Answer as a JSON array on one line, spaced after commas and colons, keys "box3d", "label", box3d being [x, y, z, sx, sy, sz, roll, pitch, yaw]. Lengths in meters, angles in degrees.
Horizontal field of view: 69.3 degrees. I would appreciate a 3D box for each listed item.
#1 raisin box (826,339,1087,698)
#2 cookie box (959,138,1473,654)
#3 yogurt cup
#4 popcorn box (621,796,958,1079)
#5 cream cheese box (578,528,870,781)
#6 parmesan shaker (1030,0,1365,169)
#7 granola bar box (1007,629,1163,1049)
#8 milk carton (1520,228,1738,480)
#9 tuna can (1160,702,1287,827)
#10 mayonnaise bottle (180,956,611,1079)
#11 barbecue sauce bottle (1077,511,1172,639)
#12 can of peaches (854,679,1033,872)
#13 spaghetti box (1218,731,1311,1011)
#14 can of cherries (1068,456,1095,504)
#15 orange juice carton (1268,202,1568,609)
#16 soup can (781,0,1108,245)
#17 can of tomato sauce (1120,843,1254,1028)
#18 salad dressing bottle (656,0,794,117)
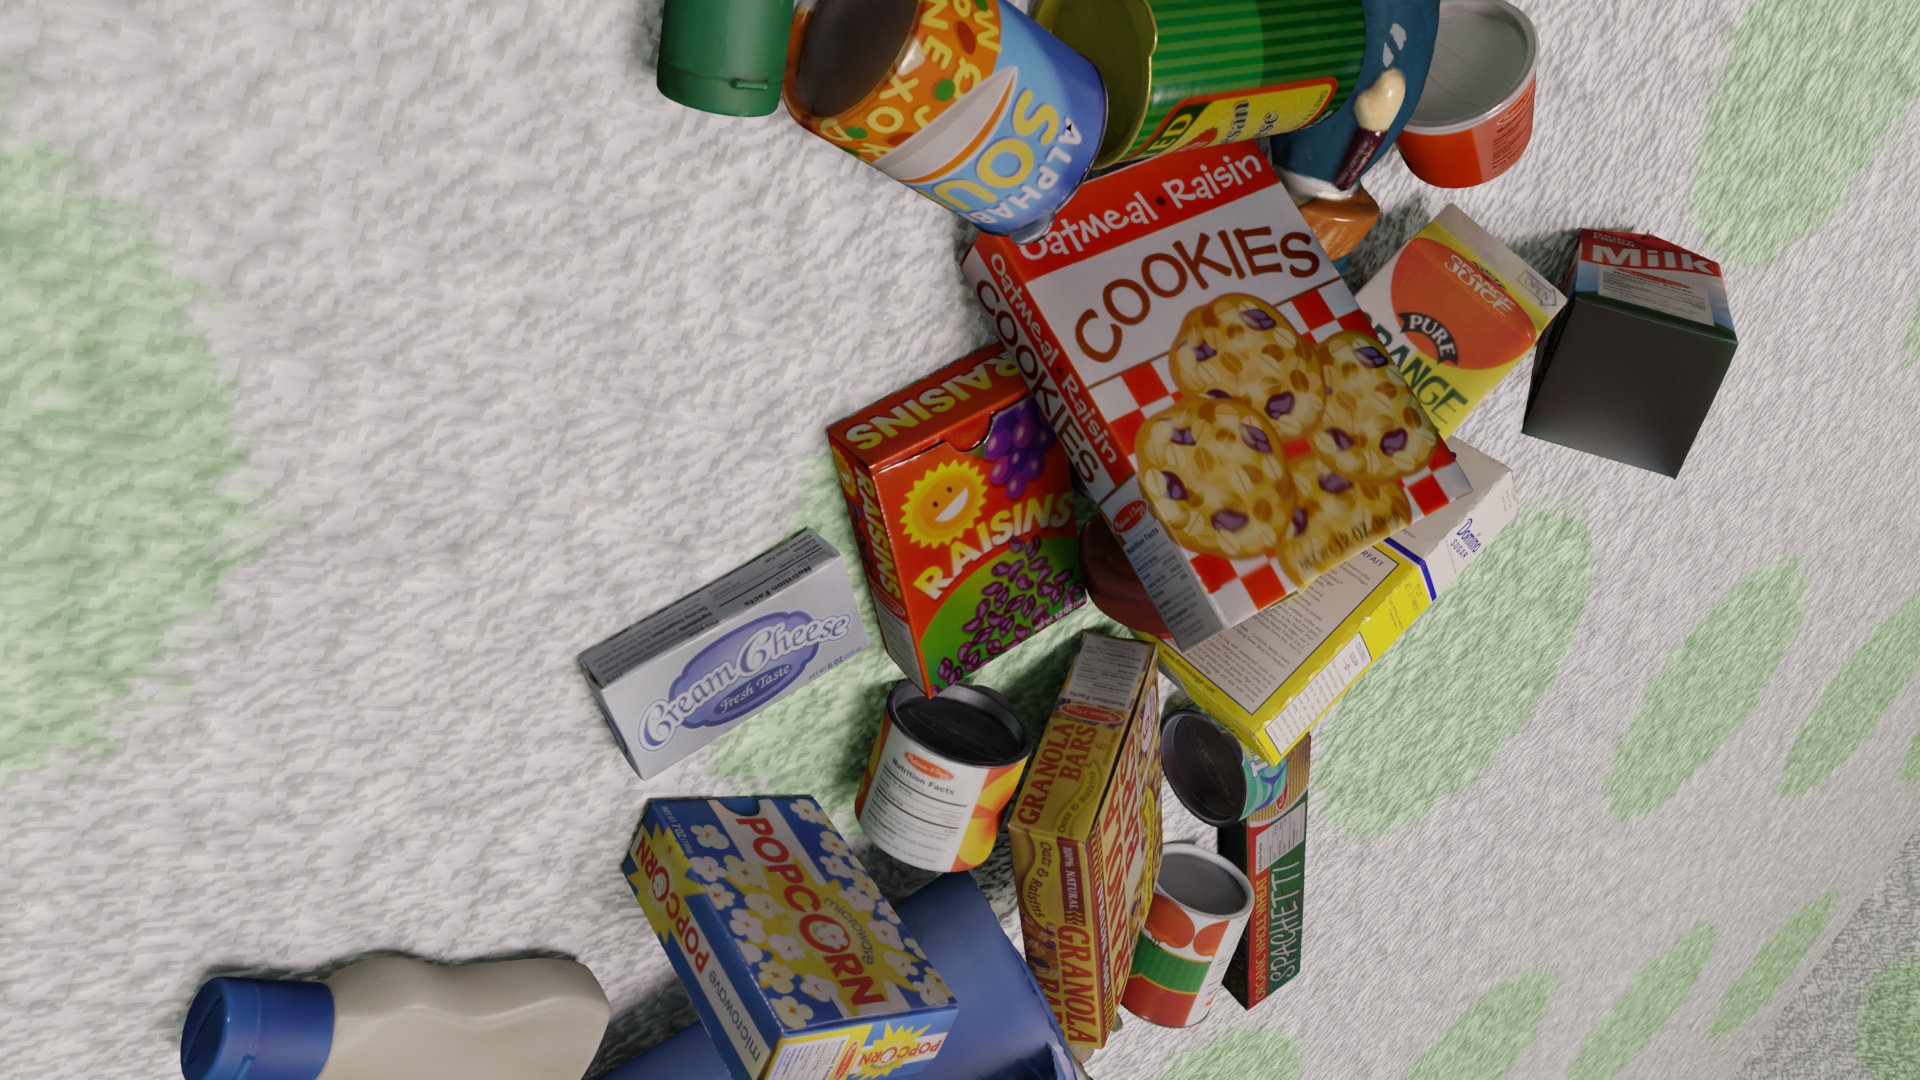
[{"box3d": [0.002, -0.007, 0.560, 0.086, 0.040, 0.122, -29, 133, -20], "label": "raisin box"}, {"box3d": [0.093, -0.061, 0.514, 0.123, 0.167, 0.040, -25, 170, -24], "label": "cookie box"}, {"box3d": [0.210, -0.186, 0.587, 0.072, 0.072, 0.054, -49, 145, 0], "label": "yogurt cup"}, {"box3d": [-0.070, 0.157, 0.553, 0.085, 0.127, 0.038, 8, 117, -42], "label": "popcorn box"}, {"box3d": [-0.088, 0.043, 0.532, 0.104, 0.024, 0.053, -30, 133, -19], "label": "cream cheese box"}, {"box3d": [0.085, -0.172, 0.487, 0.103, 0.071, 0.071, -18, 129, -29], "label": "parmesan shaker"}, {"box3d": [0.066, 0.146, 0.673, 0.125, 0.039, 0.164, -62, 153, -44], "label": "granola bar box"}, {"box3d": [0.340, -0.106, 0.710, 0.191, 0.073, 0.072, -46, 151, -55], "label": "milk carton"}, {"box3d": [0.140, 0.115, 0.737, 0.033, 0.071, 0.070, -18, 129, -31], "label": "tuna can"}, {"box3d": [-0.209, 0.186, 0.523, 0.148, 0.041, 0.064, 23, 101, -45], "label": "mayonnaise bottle"}, {"box3d": [0.087, 0.016, 0.598, 0.065, 0.044, 0.148, -11, 167, 7], "label": "barbecue sauce bottle"}, {"box3d": [-0.007, 0.101, 0.610, 0.071, 0.071, 0.057, -1, 119, -39], "label": "can of peaches"}, {"box3d": [0.190, 0.209, 0.873, 0.050, 0.029, 0.248, -28, 133, -21], "label": "spaghetti box"}, {"box3d": [0.071, -0.056, 0.565, 0.058, 0.072, 0.071, -24, 132, -23], "label": "can of cherries"}, {"box3d": [0.184, -0.064, 0.627, 0.193, 0.072, 0.073, -46, 172, -4], "label": "orange juice carton"}, {"box3d": [-0.004, -0.140, 0.438, 0.084, 0.071, 0.071, 18, 107, -44], "label": "soup can"}, {"box3d": [0.125, 0.228, 0.809, 0.071, 0.071, 0.082, -5, 121, -37], "label": "can of tomato sauce"}, {"box3d": [-0.058, -0.193, 0.377, 0.064, 0.044, 0.147, -10, 126, -37], "label": "salad dressing bottle"}]
